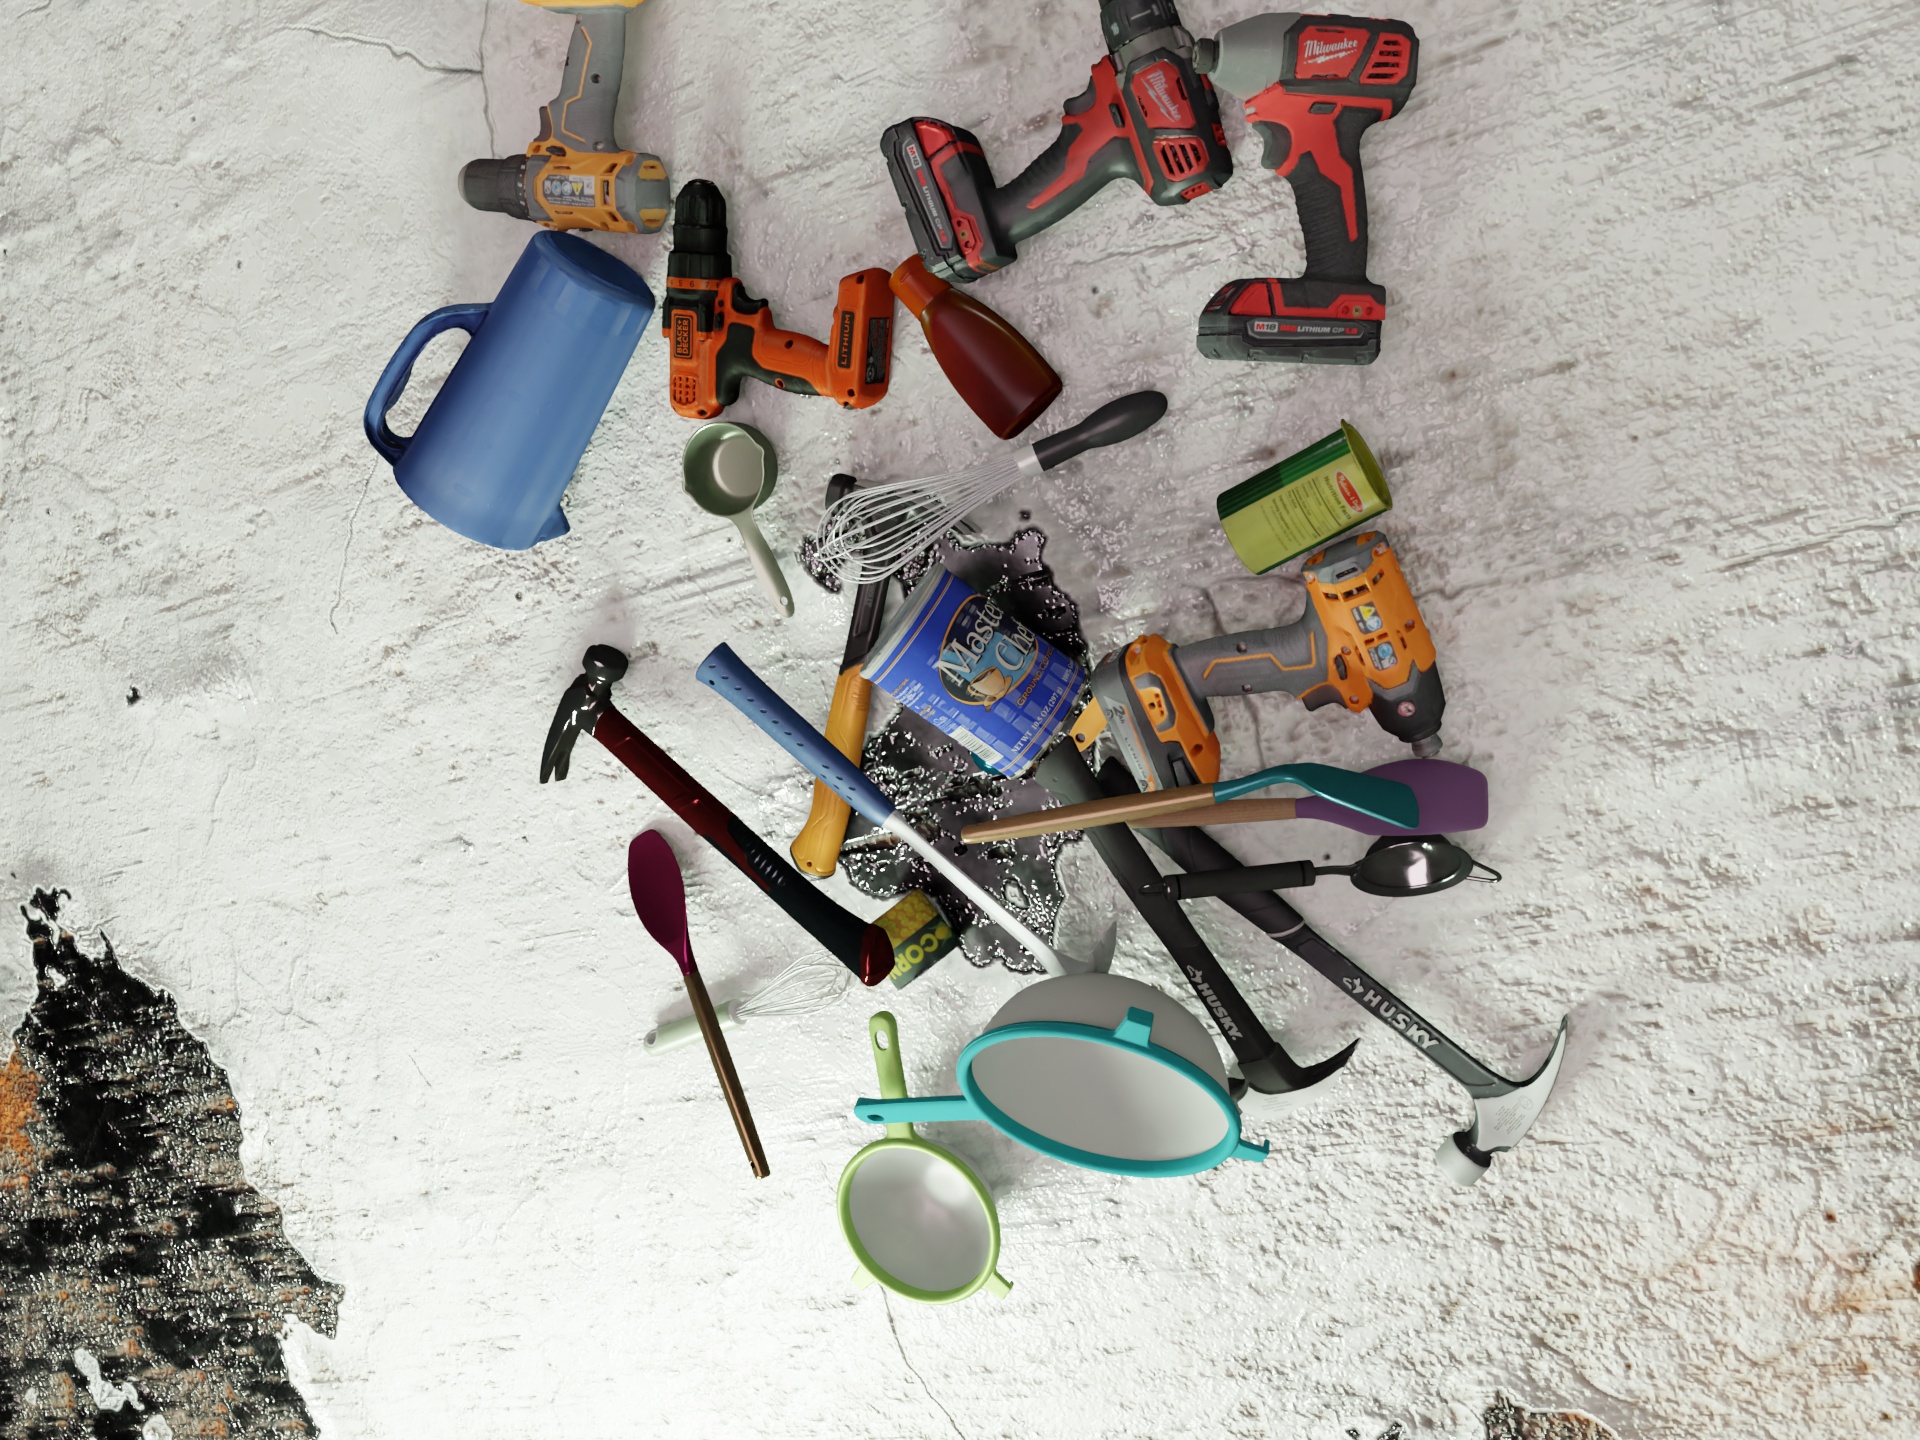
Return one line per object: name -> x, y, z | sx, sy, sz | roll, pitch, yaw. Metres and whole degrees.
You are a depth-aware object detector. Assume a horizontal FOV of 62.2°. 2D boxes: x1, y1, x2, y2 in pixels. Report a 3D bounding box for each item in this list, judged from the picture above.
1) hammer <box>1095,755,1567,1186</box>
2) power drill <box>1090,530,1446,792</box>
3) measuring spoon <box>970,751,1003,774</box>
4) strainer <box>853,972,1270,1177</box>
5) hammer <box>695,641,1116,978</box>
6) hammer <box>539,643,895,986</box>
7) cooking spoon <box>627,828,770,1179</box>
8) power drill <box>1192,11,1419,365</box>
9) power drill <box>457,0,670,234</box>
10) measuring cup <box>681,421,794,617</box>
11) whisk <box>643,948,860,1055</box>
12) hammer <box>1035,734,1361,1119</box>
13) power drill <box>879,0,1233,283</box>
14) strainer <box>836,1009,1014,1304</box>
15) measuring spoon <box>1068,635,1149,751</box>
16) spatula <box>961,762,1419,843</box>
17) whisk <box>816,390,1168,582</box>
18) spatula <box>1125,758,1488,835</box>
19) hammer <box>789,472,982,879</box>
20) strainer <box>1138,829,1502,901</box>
hammer -> 0.263, 0.165, 1.192 | 0.409, 0.036, 0.149 | 39, 113, 10
power drill -> 0.226, -0.019, 1.137 | 0.226, 0.084, 0.164 | -23, 100, 22
measuring spoon -> -0.002, -0.004, 1.249 | 0.042, 0.021, 0.128 | -39, 103, 21
strainer -> 0.060, 0.261, 1.220 | 0.340, 0.095, 0.210 | -14, 132, 37
hammer -> -0.046, 0.080, 1.249 | 0.405, 0.035, 0.144 | 41, 146, 5
hammer -> -0.208, 0.101, 1.332 | 0.387, 0.038, 0.143 | 39, 115, 22
cooking spoon -> -0.226, 0.245, 1.386 | 0.069, 0.017, 0.319 | -31, 74, 32
power drill -> 0.217, -0.347, 1.043 | 0.143, 0.079, 0.219 | 1, 103, -7
power drill -> -0.320, -0.502, 1.253 | 0.185, 0.084, 0.226 | 10, 111, 22
measuring cup -> -0.166, -0.163, 1.291 | 0.083, 0.038, 0.167 | -22, 96, 25
whisk -> -0.189, 0.255, 1.399 | 0.246, 0.059, 0.058 | -24, 49, 29
hammer -> 0.163, 0.154, 1.183 | 0.146, 0.035, 0.334 | -27, 101, 44
power drill -> 0.062, -0.425, 1.113 | 0.226, 0.080, 0.188 | -18, 95, 22
strainer -> -0.035, 0.361, 1.345 | 0.151, 0.069, 0.256 | -6, 98, 25
measuring spoon -> 0.116, -0.020, 1.224 | 0.021, 0.011, 0.117 | 33, 117, -1
spatula -> 0.155, 0.066, 1.114 | 0.317, 0.082, 0.044 | -10, 107, 15
whisk -> 0.021, -0.179, 1.178 | 0.284, 0.070, 0.070 | -23, 93, 9
spatula -> 0.220, 0.063, 1.160 | 0.316, 0.018, 0.060 | -5, 60, 23
hammer -> -0.080, -0.023, 1.290 | 0.127, 0.034, 0.336 | 20, 109, 18
strainer -> 0.254, 0.106, 1.136 | 0.258, 0.086, 0.050 | -6, 57, -4
